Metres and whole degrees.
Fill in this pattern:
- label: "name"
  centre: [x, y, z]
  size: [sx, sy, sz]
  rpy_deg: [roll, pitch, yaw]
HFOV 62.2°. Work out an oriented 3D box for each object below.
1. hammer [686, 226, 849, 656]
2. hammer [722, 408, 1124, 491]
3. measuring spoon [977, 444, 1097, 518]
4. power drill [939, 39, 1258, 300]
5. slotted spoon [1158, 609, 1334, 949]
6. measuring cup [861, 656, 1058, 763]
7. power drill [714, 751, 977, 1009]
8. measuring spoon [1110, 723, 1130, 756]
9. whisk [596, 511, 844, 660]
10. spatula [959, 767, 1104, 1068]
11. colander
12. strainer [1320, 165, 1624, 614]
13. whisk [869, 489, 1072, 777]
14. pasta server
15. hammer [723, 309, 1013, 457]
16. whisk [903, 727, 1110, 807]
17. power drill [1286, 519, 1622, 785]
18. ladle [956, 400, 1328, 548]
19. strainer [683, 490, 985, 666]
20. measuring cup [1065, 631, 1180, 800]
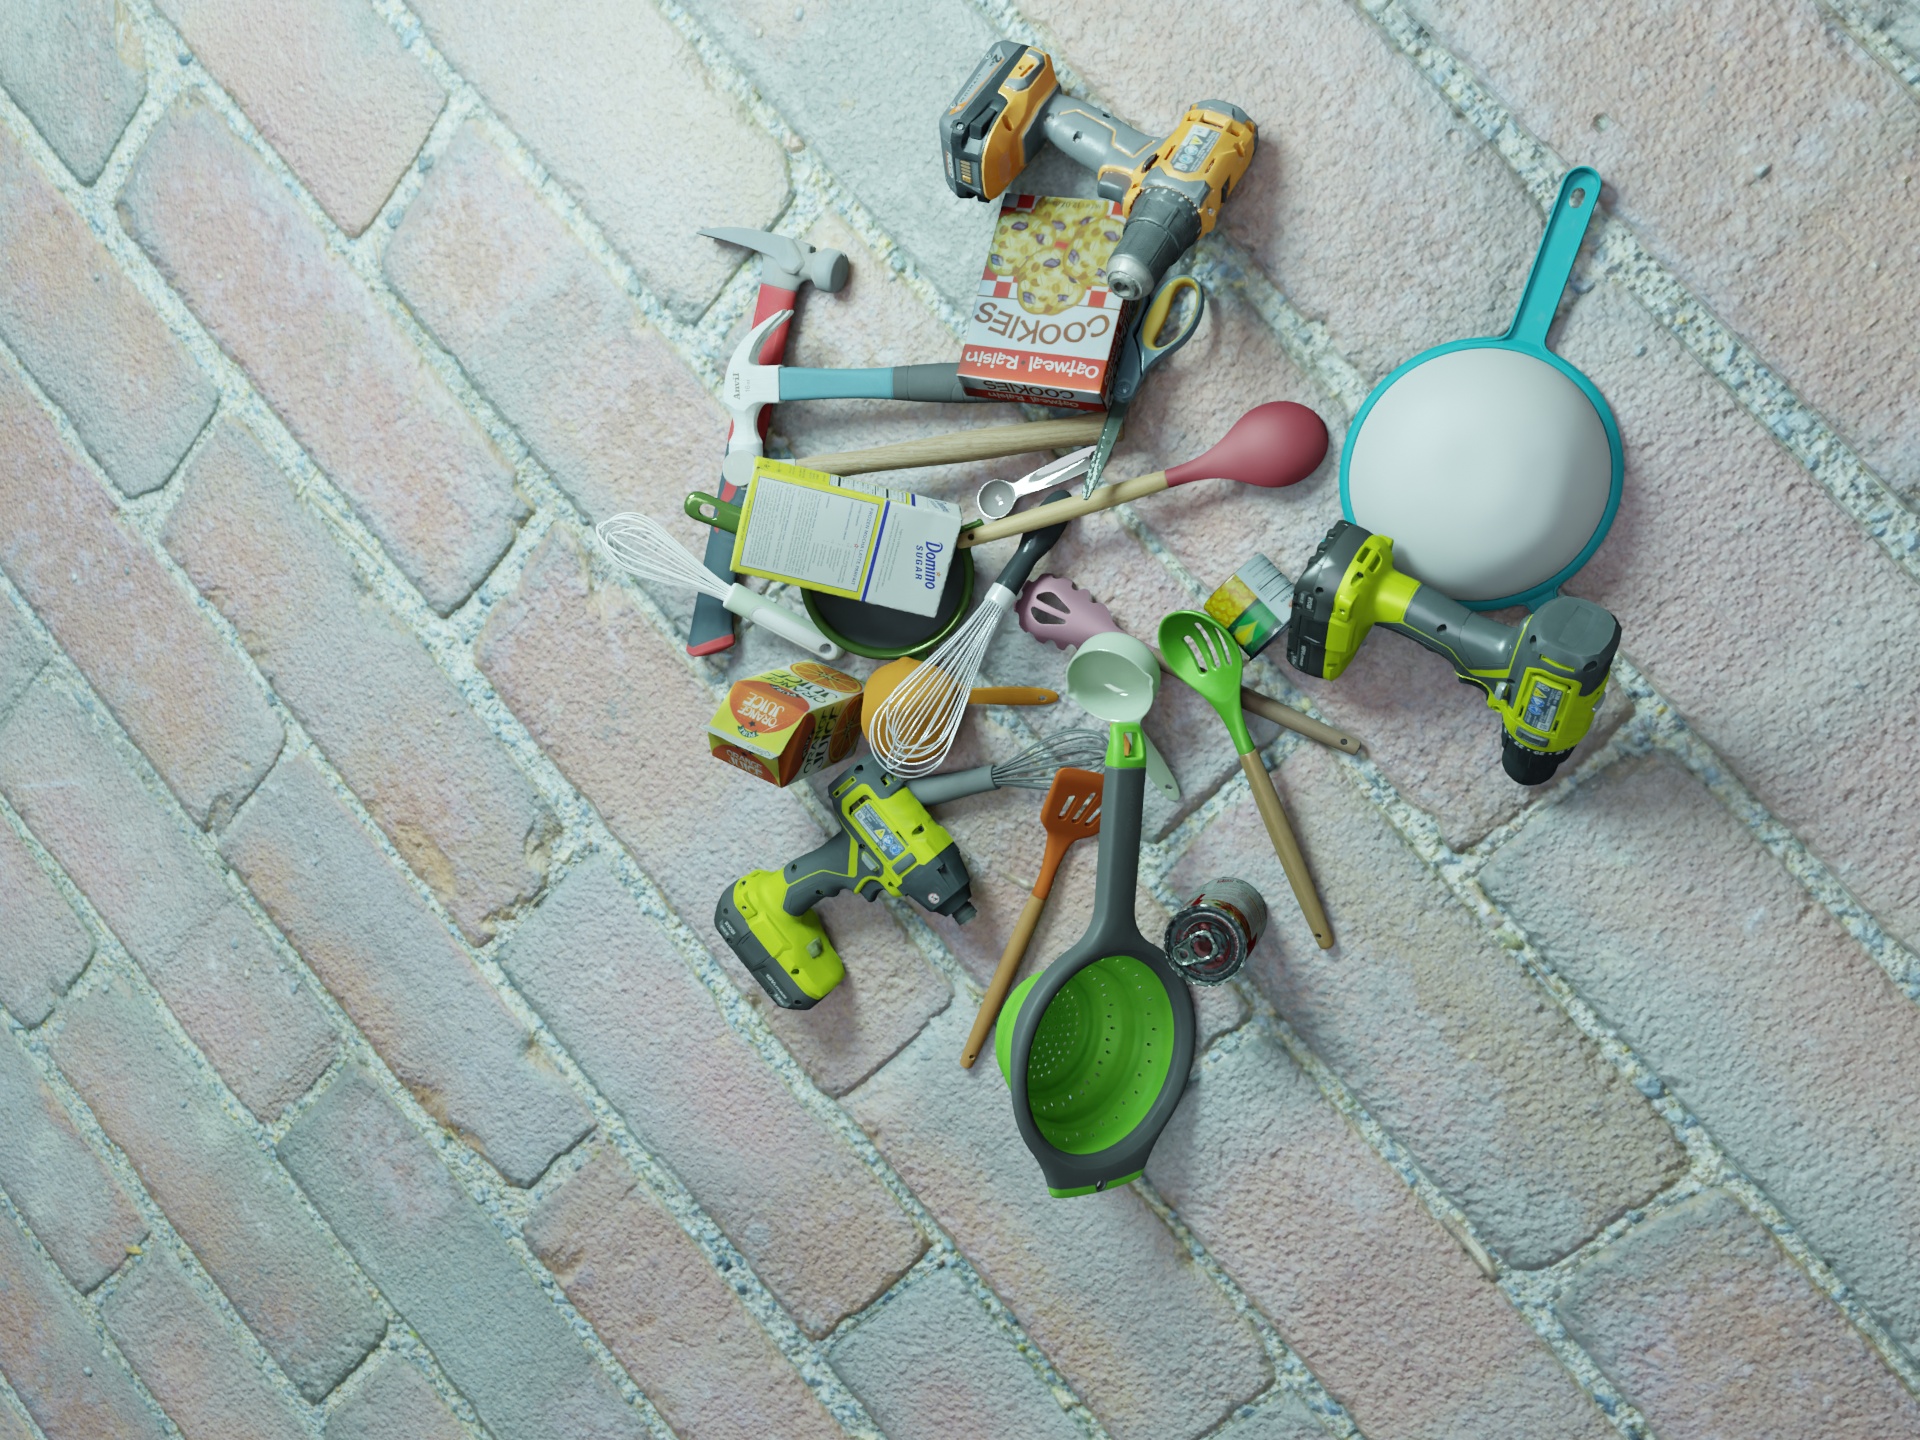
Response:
- label: "hammer"
  centre: [-0.210, -0.248, 1.449]
  size: [0.143, 0.038, 0.386]
  rpy_deg: [19, 104, 19]
- label: "hammer"
  centre: [-0.026, -0.228, 1.353]
  size: [0.331, 0.130, 0.031]
  rpy_deg: [-6, 91, 11]
- label: "measuring spoon"
  centre: [0.073, -0.206, 1.362]
  size: [0.124, 0.018, 0.034]
  rpy_deg: [-22, 79, 16]
- label: "power drill"
  centre: [0.096, -0.427, 1.244]
  size: [0.226, 0.084, 0.185]
  rpy_deg: [24, 68, 16]
- label: "slotted spoon"
  centre: [0.243, 0.048, 1.306]
  size: [0.070, 0.031, 0.313]
  rpy_deg: [-15, 103, 44]
- label: "measuring cup"
  centre: [-0.002, -0.004, 1.385]
  size: [0.173, 0.052, 0.095]
  rpy_deg: [-1, 133, 10]
- label: "power drill"
  centre: [-0.102, 0.158, 1.437]
  size: [0.223, 0.080, 0.171]
  rpy_deg: [-40, 87, 26]
- label: "measuring spoon"
  centre: [0.137, 0.003, 1.368]
  size: [0.021, 0.011, 0.117]
  rpy_deg: [1, 97, 21]
- label: "whisk"
  centre: [-0.214, -0.116, 1.427]
  size: [0.246, 0.059, 0.057]
  rpy_deg: [27, 117, -10]
- label: "spatula"
  centre: [0.063, 0.180, 1.407]
  size: [0.081, 0.041, 0.322]
  rpy_deg: [16, 110, -18]
- label: "colander"
  centre: [0.103, 0.195, 1.350]
  size: [0.094, 0.204, 0.397]
  rpy_deg: [11, 99, 52]
- label: "strainer"
  centre: [0.405, -0.243, 1.183]
  size: [0.211, 0.095, 0.340]
  rpy_deg: [21, 106, 17]
- label: "whisk"
  centre: [0.017, -0.076, 1.333]
  size: [0.070, 0.070, 0.284]
  rpy_deg: [31, 80, 14]
- label: "pasta server"
  centre: [0.186, -0.043, 1.335]
  size: [0.316, 0.040, 0.060]
  rpy_deg: [25, 97, 11]
- label: "hammer"
  centre: [-0.043, -0.286, 1.357]
  size: [0.331, 0.033, 0.128]
  rpy_deg: [2, 104, 12]
- label: "whisk"
  centre: [0.028, 0.050, 1.399]
  size: [0.239, 0.055, 0.055]
  rpy_deg: [-13, 93, 26]
- label: "power drill"
  centre: [0.369, -0.045, 1.206]
  size: [0.229, 0.190, 0.080]
  rpy_deg: [27, 63, 22]
- label: "ladle"
  centre: [0.144, -0.191, 1.301]
  size: [0.315, 0.031, 0.069]
  rpy_deg: [-16, 87, 14]
- label: "strainer"
  centre: [-0.113, -0.151, 1.378]
  size: [0.256, 0.069, 0.151]
  rpy_deg: [20, 110, -9]
- label: "measuring cup"
  centre: [0.150, -0.004, 1.337]
  size: [0.083, 0.038, 0.167]
  rpy_deg: [-11, 124, 36]
